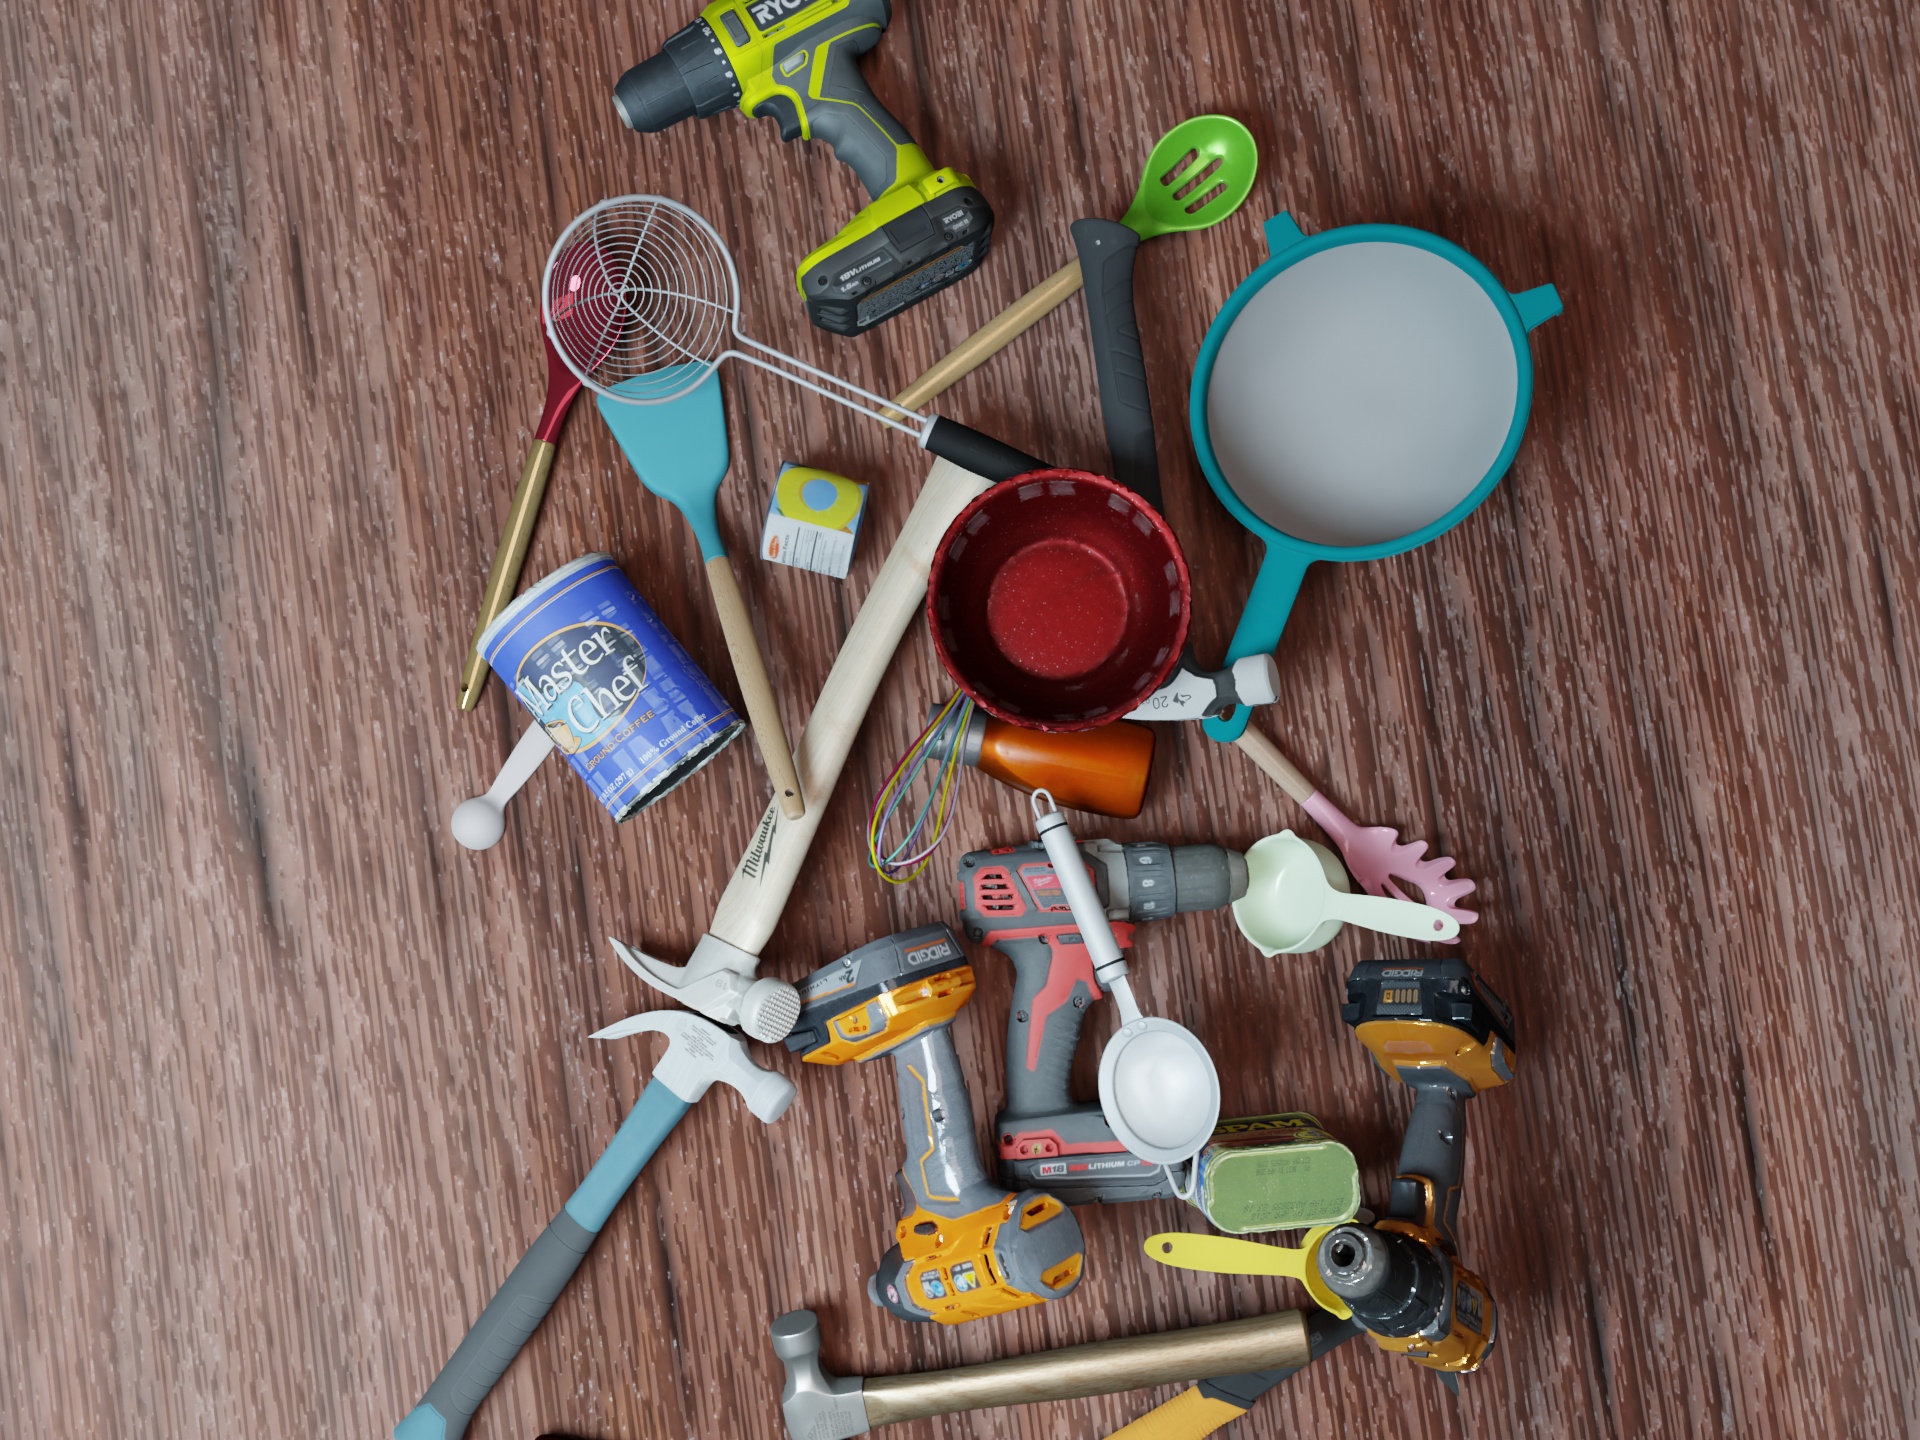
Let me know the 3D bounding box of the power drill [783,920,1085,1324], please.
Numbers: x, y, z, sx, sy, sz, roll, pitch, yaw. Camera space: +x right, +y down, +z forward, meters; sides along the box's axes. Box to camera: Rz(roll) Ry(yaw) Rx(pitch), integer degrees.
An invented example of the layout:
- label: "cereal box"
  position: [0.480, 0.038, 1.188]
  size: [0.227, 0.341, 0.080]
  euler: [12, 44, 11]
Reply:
- label: "power drill"
  position: [-0.030, 0.255, 0.973]
  size: [0.084, 0.164, 0.227]
  euler: [-8, 71, -47]

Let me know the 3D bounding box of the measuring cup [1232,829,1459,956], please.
- label: "measuring cup"
  position: [0.246, 0.117, 0.997]
  size: [0.038, 0.168, 0.083]
  euler: [12, 87, -41]

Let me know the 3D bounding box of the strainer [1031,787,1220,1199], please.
- label: "strainer"
  position: [0.098, 0.159, 0.966]
  size: [0.087, 0.050, 0.258]
  euler: [-32, 74, 35]

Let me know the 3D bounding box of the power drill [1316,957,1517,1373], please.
- label: "power drill"
  position: [0.269, 0.258, 0.948]
  size: [0.084, 0.185, 0.226]
  euler: [-8, 58, 35]

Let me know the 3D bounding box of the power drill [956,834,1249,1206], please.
- label: "power drill"
  position: [0.098, 0.185, 1.018]
  size: [0.188, 0.080, 0.227]
  euler: [-4, 84, -2]

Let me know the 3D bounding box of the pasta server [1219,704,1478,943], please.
- label: "pasta server"
  position: [0.214, 0.029, 1.053]
  size: [0.316, 0.040, 0.060]
  euler: [45, 71, 1]

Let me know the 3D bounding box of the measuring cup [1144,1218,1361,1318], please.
- label: "measuring cup"
  position: [0.193, 0.338, 1.007]
  size: [0.156, 0.029, 0.062]
  euler: [6, 86, 1]

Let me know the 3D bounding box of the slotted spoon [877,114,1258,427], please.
- label: "slotted spoon"
  position: [0.069, -0.297, 1.070]
  size: [0.314, 0.031, 0.070]
  euler: [-38, 89, -3]

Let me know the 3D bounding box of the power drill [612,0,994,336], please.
- label: "power drill"
  position: [-0.100, -0.374, 1.042]
  size: [0.190, 0.080, 0.228]
  euler: [-30, 86, -5]

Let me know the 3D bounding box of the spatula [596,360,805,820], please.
- label: "spatula"
  position: [-0.151, -0.083, 1.012]
  size: [0.082, 0.044, 0.318]
  euler: [-18, 69, -7]

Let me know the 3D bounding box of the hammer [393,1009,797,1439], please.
- label: "hammer"
  position: [-0.245, 0.325, 0.998]
  size: [0.128, 0.033, 0.331]
  euler: [35, 90, 20]

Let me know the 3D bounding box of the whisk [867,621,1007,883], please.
- label: "whisk"
  position: [-0.001, -0.002, 1.004]
  size: [0.047, 0.051, 0.245]
  euler: [32, 60, -10]

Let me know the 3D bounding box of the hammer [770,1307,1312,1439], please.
- label: "hammer"
  position: [0.054, 0.413, 0.996]
  size: [0.331, 0.031, 0.130]
  euler: [-10, 100, 4]

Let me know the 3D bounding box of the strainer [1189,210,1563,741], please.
- label: "strainer"
  position: [0.240, -0.144, 1.038]
  size: [0.211, 0.095, 0.340]
  euler: [24, 99, 23]

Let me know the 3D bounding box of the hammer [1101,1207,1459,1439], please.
- label: "hammer"
  position: [0.154, 0.455, 1.026]
  size: [0.337, 0.034, 0.127]
  euler: [-29, 87, -4]

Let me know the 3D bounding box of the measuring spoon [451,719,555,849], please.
- label: "measuring spoon"
  position: [-0.288, 0.030, 1.034]
  size: [0.034, 0.018, 0.124]
  euler: [35, 85, 0]

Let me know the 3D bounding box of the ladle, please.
- label: "ladle"
  position: [-0.279, -0.157, 1.041]
  size: [0.069, 0.031, 0.315]
  euler: [16, 88, 23]

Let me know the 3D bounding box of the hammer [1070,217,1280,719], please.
- label: "hammer"
  position: [0.108, -0.163, 1.030]
  size: [0.146, 0.035, 0.335]
  euler: [-11, 85, 26]

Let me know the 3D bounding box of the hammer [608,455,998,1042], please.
- label: "hammer"
  position: [-0.084, -0.007, 1.022]
  size: [0.146, 0.038, 0.411]
  euler: [15, 75, 38]

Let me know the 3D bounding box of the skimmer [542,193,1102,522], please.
- label: "skimmer"
  position: [-0.077, -0.206, 0.984]
  size: [0.363, 0.090, 0.127]
  euler: [24, 95, 2]
